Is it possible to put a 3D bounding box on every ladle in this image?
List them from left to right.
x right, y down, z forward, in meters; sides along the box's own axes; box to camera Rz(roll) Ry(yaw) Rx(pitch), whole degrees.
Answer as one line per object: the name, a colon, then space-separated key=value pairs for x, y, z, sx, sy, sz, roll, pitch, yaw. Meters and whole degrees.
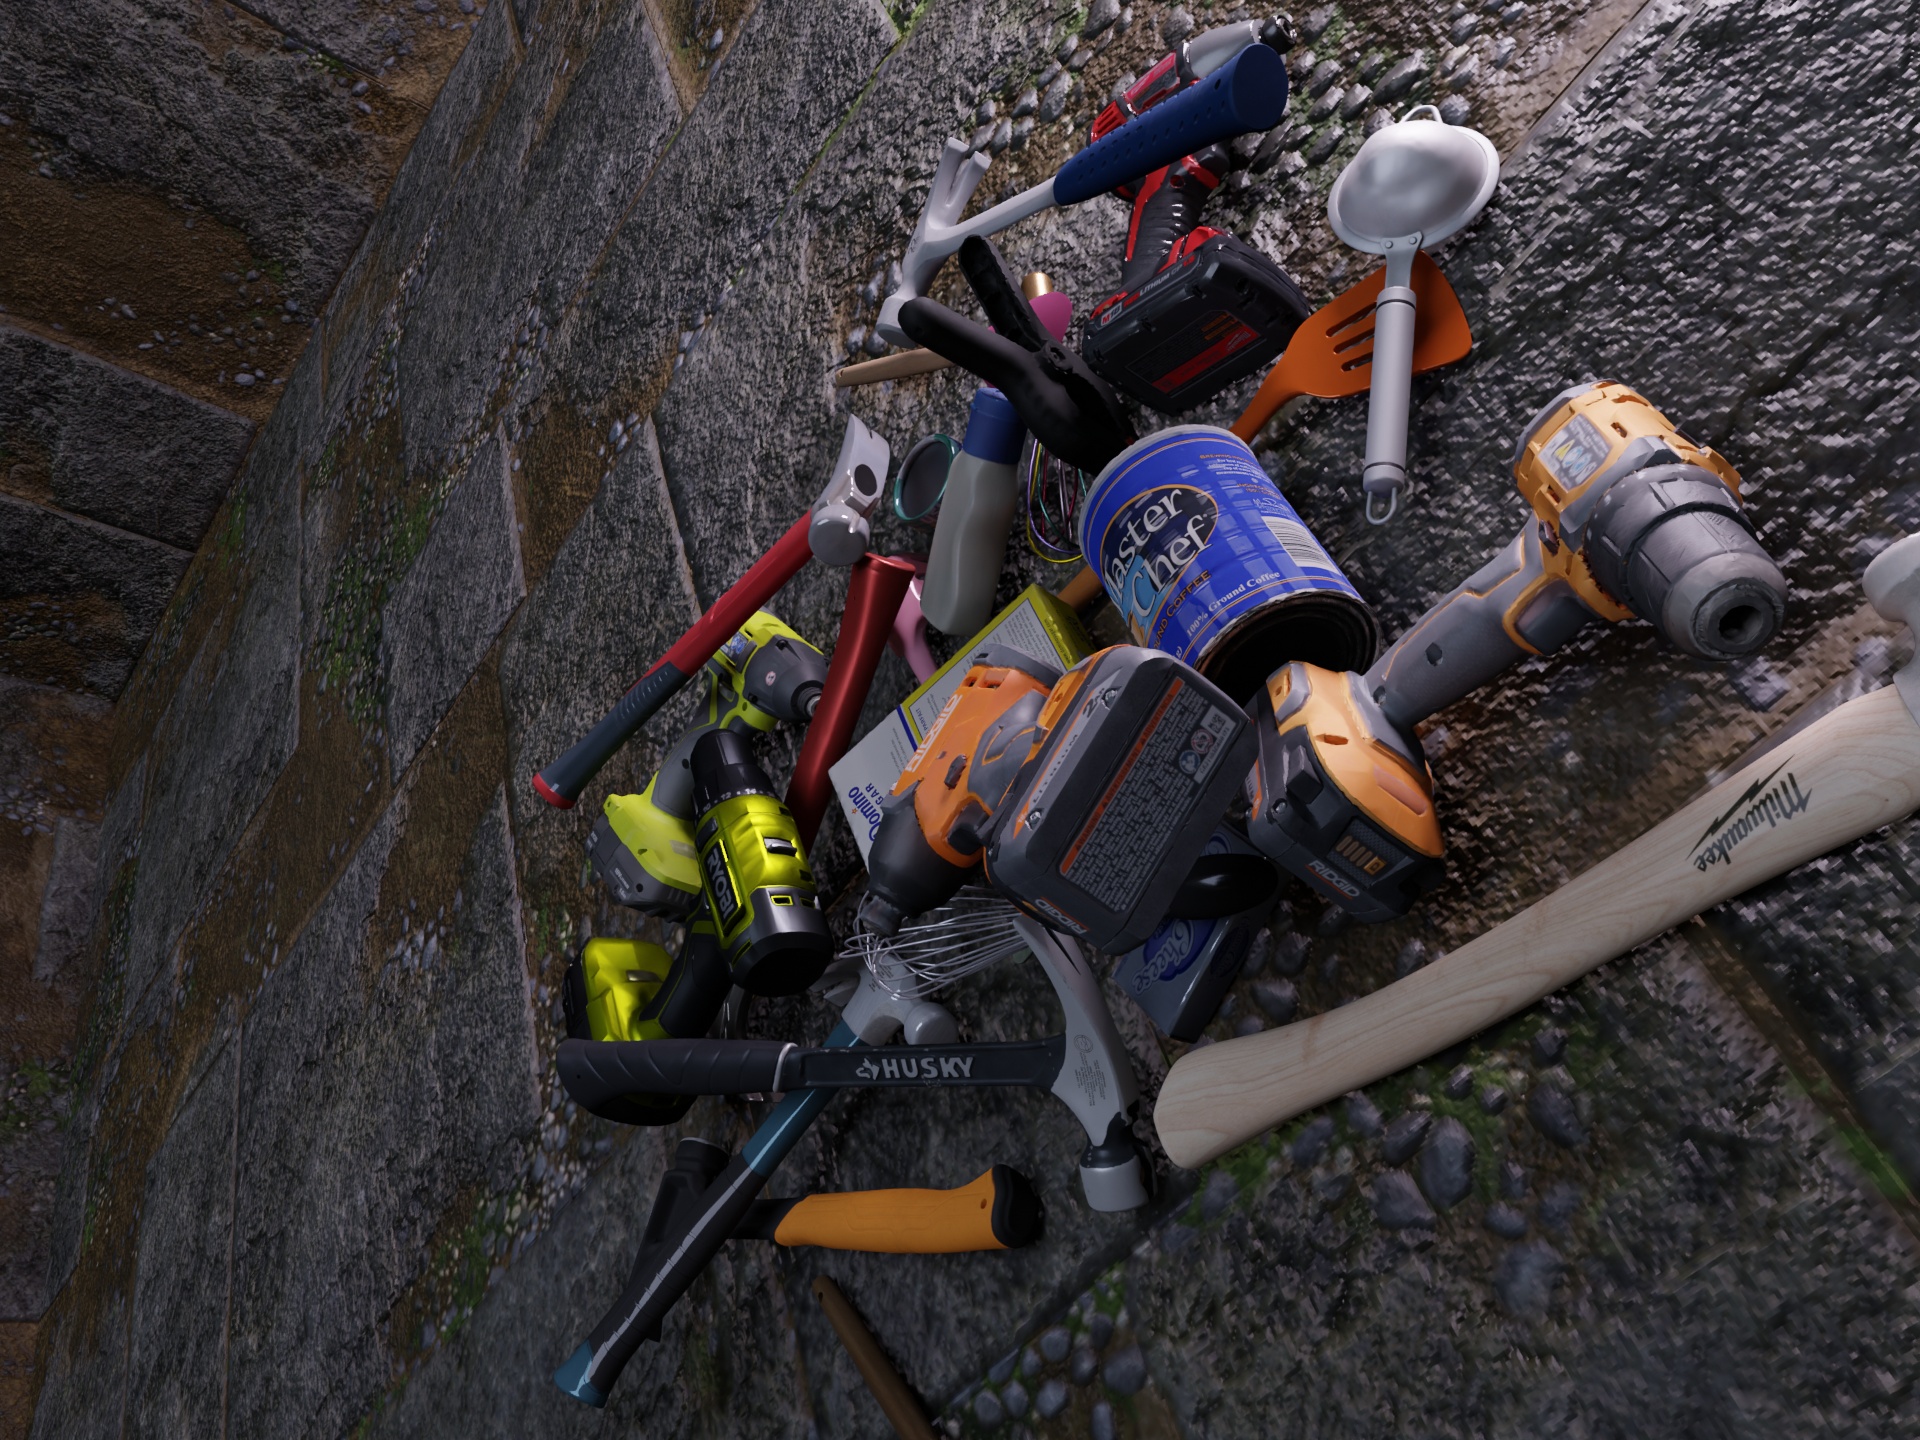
ladle: x=-0.018 y=0.383 z=0.806 sx=0.320 sy=0.062 sz=0.078 roll=35 pitch=108 yaw=56

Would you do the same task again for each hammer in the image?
hammer: x=-0.186 y=-0.060 z=1.130 sx=0.386 sy=0.038 sz=0.143 roll=-39 pitch=26 yaw=32
hammer: x=-0.131 y=0.277 z=0.954 sx=0.331 sy=0.033 sz=0.128 roll=-52 pitch=30 yaw=0
hammer: x=-0.100 y=0.065 z=1.042 sx=0.149 sy=0.036 sz=0.359 roll=39 pitch=112 yaw=53
hammer: x=-0.084 y=0.187 z=0.878 sx=0.409 sy=0.036 sz=0.149 roll=-10 pitch=95 yaw=37
hammer: x=-0.084 y=0.300 z=0.931 sx=0.337 sy=0.034 sz=0.127 roll=-19 pitch=44 yaw=44
hammer: x=0.059 y=-0.323 z=0.950 sx=0.406 sy=0.035 sz=0.144 roll=7 pitch=77 yaw=64
hammer: x=0.235 y=0.099 z=0.633 sx=0.410 sy=0.038 sz=0.146 roll=-40 pitch=47 yaw=35

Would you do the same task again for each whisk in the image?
whisk: x=0.041 y=0.101 z=0.820 sx=0.284 sy=0.070 sz=0.070 roll=-17 pitch=61 yaw=42
whisk: x=0.055 y=-0.195 z=0.997 sx=0.047 sy=0.051 sz=0.245 roll=-42 pitch=41 yaw=41

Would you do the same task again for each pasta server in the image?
pasta server: x=-0.002 y=-0.003 z=0.994 sx=0.060 sy=0.040 sz=0.317 roll=-51 pitch=44 yaw=24

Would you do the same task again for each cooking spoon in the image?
cooking spoon: x=-0.015 y=-0.252 z=1.105 sx=0.319 sy=0.017 sz=0.069 roll=11 pitch=80 yaw=60

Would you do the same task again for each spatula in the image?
spatula: x=0.137 y=-0.130 z=0.879 sx=0.322 sy=0.041 sz=0.081 roll=-43 pitch=45 yaw=37

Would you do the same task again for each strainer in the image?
strainer: x=0.216 y=-0.213 z=0.784 sx=0.087 sy=0.050 sz=0.259 roll=-2 pitch=68 yaw=30

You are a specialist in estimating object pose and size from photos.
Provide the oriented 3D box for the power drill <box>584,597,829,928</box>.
power drill: x=-0.177 y=0.032 z=1.160 sx=0.223 sy=0.080 sz=0.171 roll=-61 pitch=36 yaw=7

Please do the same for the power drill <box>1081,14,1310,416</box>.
power drill: x=0.137 y=-0.300 z=0.918 sx=0.143 sy=0.078 sz=0.220 roll=-26 pitch=51 yaw=44

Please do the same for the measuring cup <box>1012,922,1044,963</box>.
measuring cup: x=0.076 y=0.066 z=0.856 sx=0.083 sy=0.038 sz=0.167 roll=53 pitch=125 yaw=47

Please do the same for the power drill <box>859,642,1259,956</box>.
power drill: x=0.028 y=0.042 z=0.745 sx=0.164 sy=0.084 sz=0.226 roll=-57 pitch=18 yaw=-10

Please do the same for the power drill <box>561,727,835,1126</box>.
power drill: x=-0.175 y=0.135 z=1.033 sx=0.228 sy=0.080 sz=0.191 roll=-52 pitch=43 yaw=30

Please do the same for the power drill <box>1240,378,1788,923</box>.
power drill: x=0.214 y=-0.020 z=0.636 sx=0.226 sy=0.084 sz=0.185 roll=-49 pitch=16 yaw=24
